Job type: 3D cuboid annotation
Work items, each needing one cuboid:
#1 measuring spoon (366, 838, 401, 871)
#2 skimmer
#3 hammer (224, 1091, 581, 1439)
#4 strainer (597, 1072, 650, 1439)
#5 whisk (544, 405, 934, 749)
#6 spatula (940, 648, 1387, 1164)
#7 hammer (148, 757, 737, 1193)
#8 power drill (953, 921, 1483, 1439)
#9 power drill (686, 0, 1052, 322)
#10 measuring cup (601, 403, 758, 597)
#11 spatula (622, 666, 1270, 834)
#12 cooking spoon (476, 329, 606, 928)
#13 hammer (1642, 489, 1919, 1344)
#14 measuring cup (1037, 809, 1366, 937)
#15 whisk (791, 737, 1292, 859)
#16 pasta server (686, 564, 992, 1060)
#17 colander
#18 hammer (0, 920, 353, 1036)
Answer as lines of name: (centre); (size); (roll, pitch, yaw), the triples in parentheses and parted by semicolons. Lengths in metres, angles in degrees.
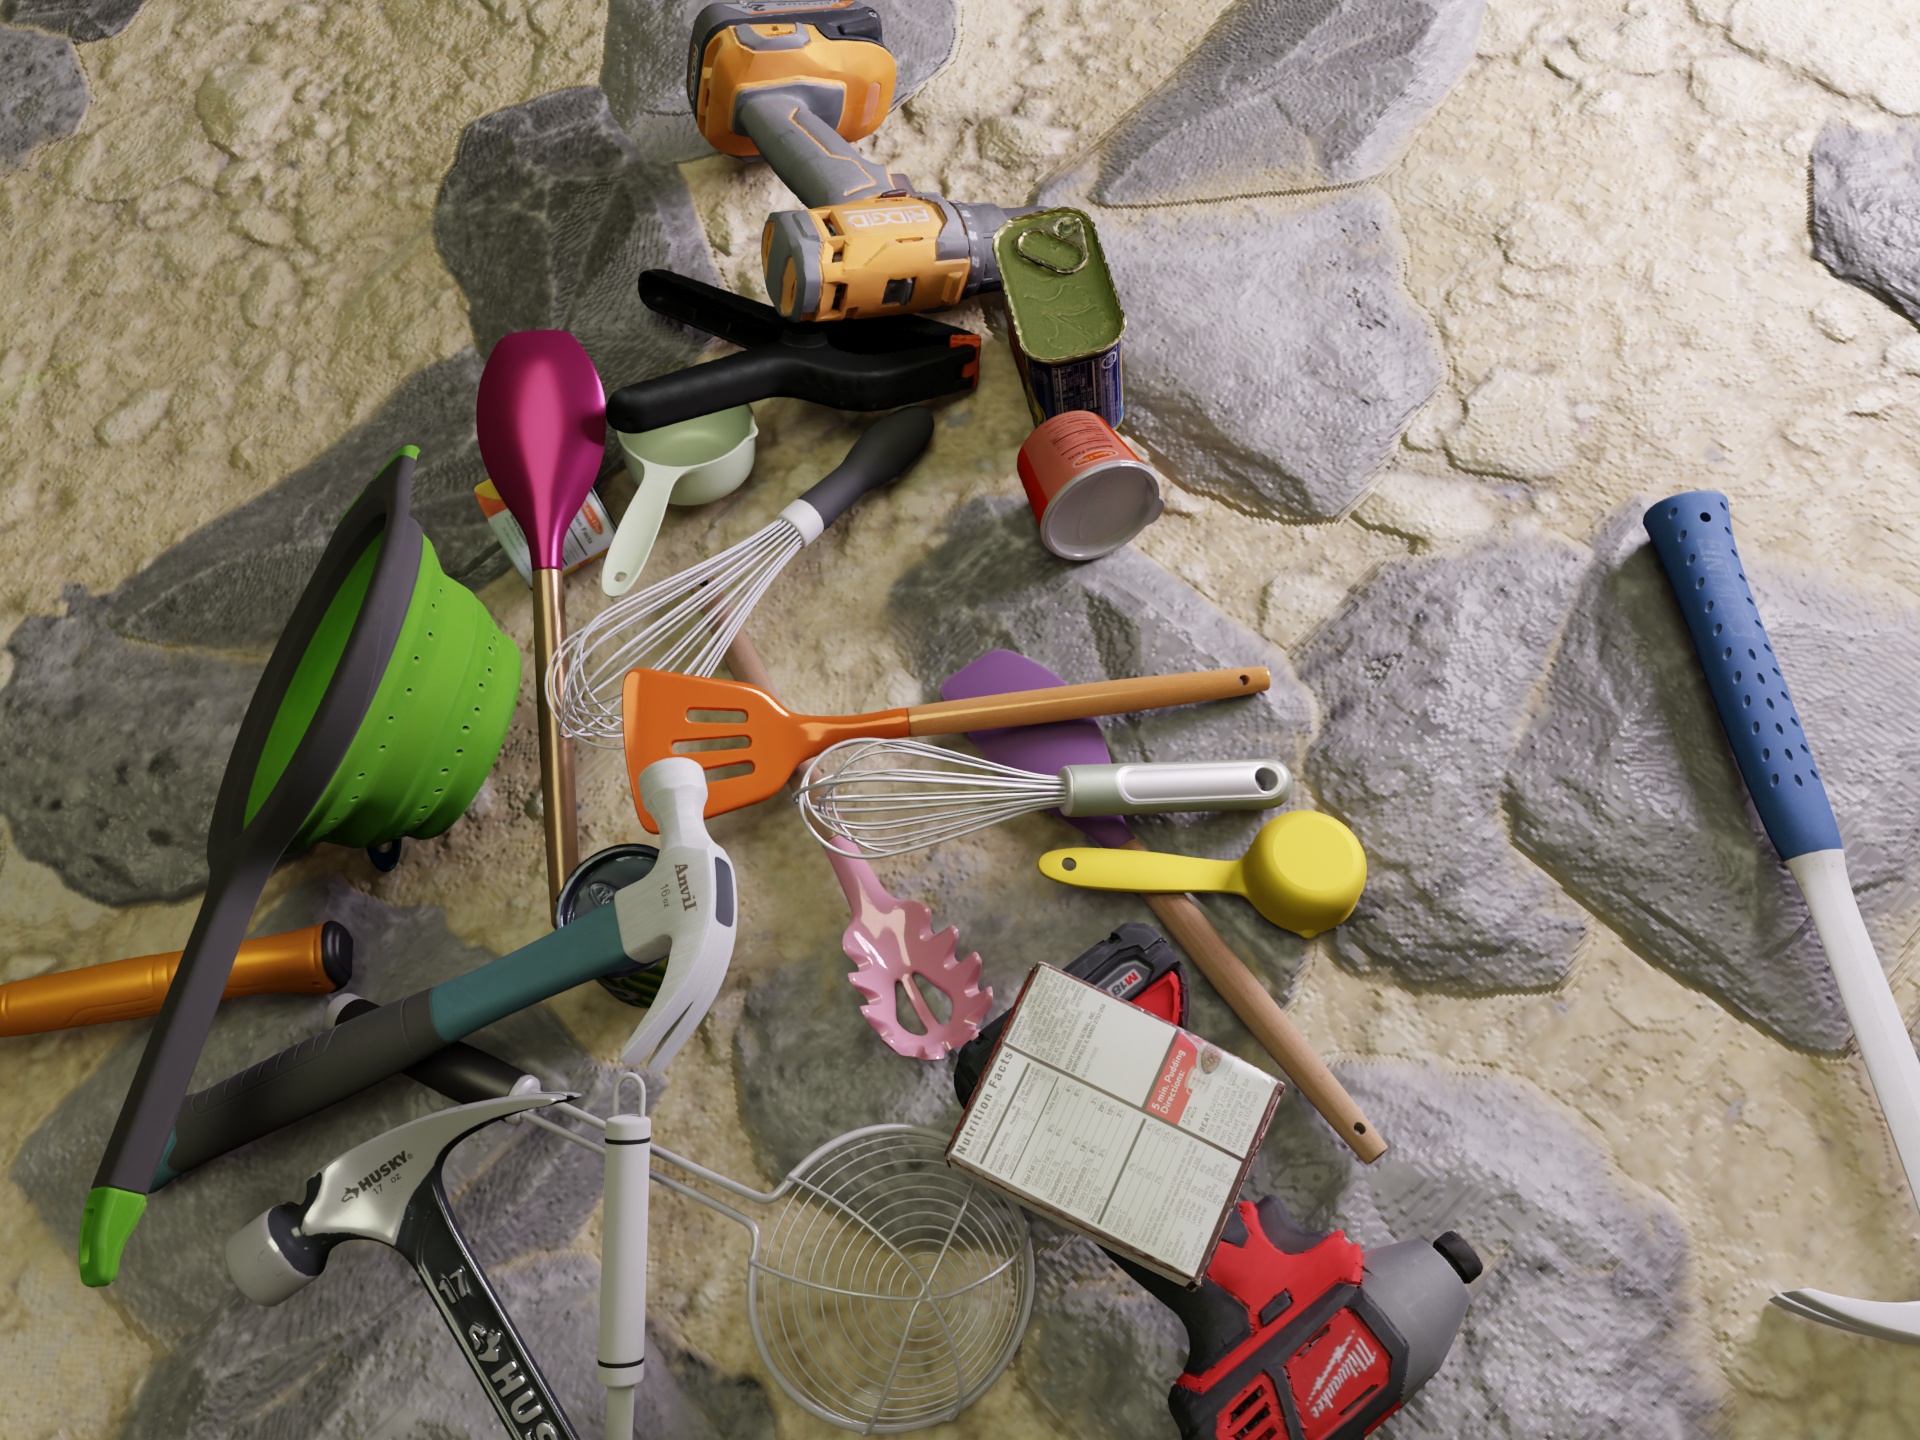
measuring spoon: (-0.313, 0.021, 0.854); (0.042, 0.021, 0.129); (-11, 73, -6)
skimmer: (-0.142, 0.204, 0.735); (0.363, 0.090, 0.127); (16, 72, 25)
hammer: (-0.123, 0.332, 0.616); (0.149, 0.036, 0.409); (-35, 80, -2)
strainer: (-0.139, 0.278, 0.661); (0.087, 0.050, 0.258); (-2, 84, 20)
whisk: (-0.107, -0.084, 0.839); (0.070, 0.070, 0.285); (33, 60, 20)
spatula: (0.097, 0.080, 0.770); (0.060, 0.018, 0.316); (-32, 64, -13)
hammer: (-0.249, 0.139, 0.731); (0.331, 0.033, 0.128); (-25, 61, 12)
power drill: (0.108, 0.203, 0.680); (0.143, 0.078, 0.220); (-35, 68, -10)
power drill: (-0.049, -0.327, 0.936); (0.185, 0.084, 0.226); (-13, 59, -23)
measuring cup: (-0.161, -0.119, 0.868); (0.083, 0.038, 0.168); (9, 53, 7)
spatula: (-0.001, -0.003, 0.787); (0.322, 0.041, 0.081); (-7, 83, -6)
cooking spoon: (-0.212, -0.052, 0.823); (0.068, 0.017, 0.319); (-5, 81, -2)
hammer: (0.388, 0.073, 0.726); (0.144, 0.035, 0.406); (-9, 64, 3)
measuring cup: (0.115, 0.067, 0.750); (0.156, 0.029, 0.062); (3, 58, -5)
whisk: (0.043, 0.033, 0.758); (0.246, 0.059, 0.058); (-1, 73, -12)
pasta server: (-0.074, 0.036, 0.802); (0.060, 0.040, 0.316); (-23, 63, -14)
colander: (-0.293, 0.065, 0.744); (0.094, 0.204, 0.397); (26, 58, -30)
hammer: (-0.469, 0.137, 0.769); (0.337, 0.127, 0.034); (-9, 59, -4)
